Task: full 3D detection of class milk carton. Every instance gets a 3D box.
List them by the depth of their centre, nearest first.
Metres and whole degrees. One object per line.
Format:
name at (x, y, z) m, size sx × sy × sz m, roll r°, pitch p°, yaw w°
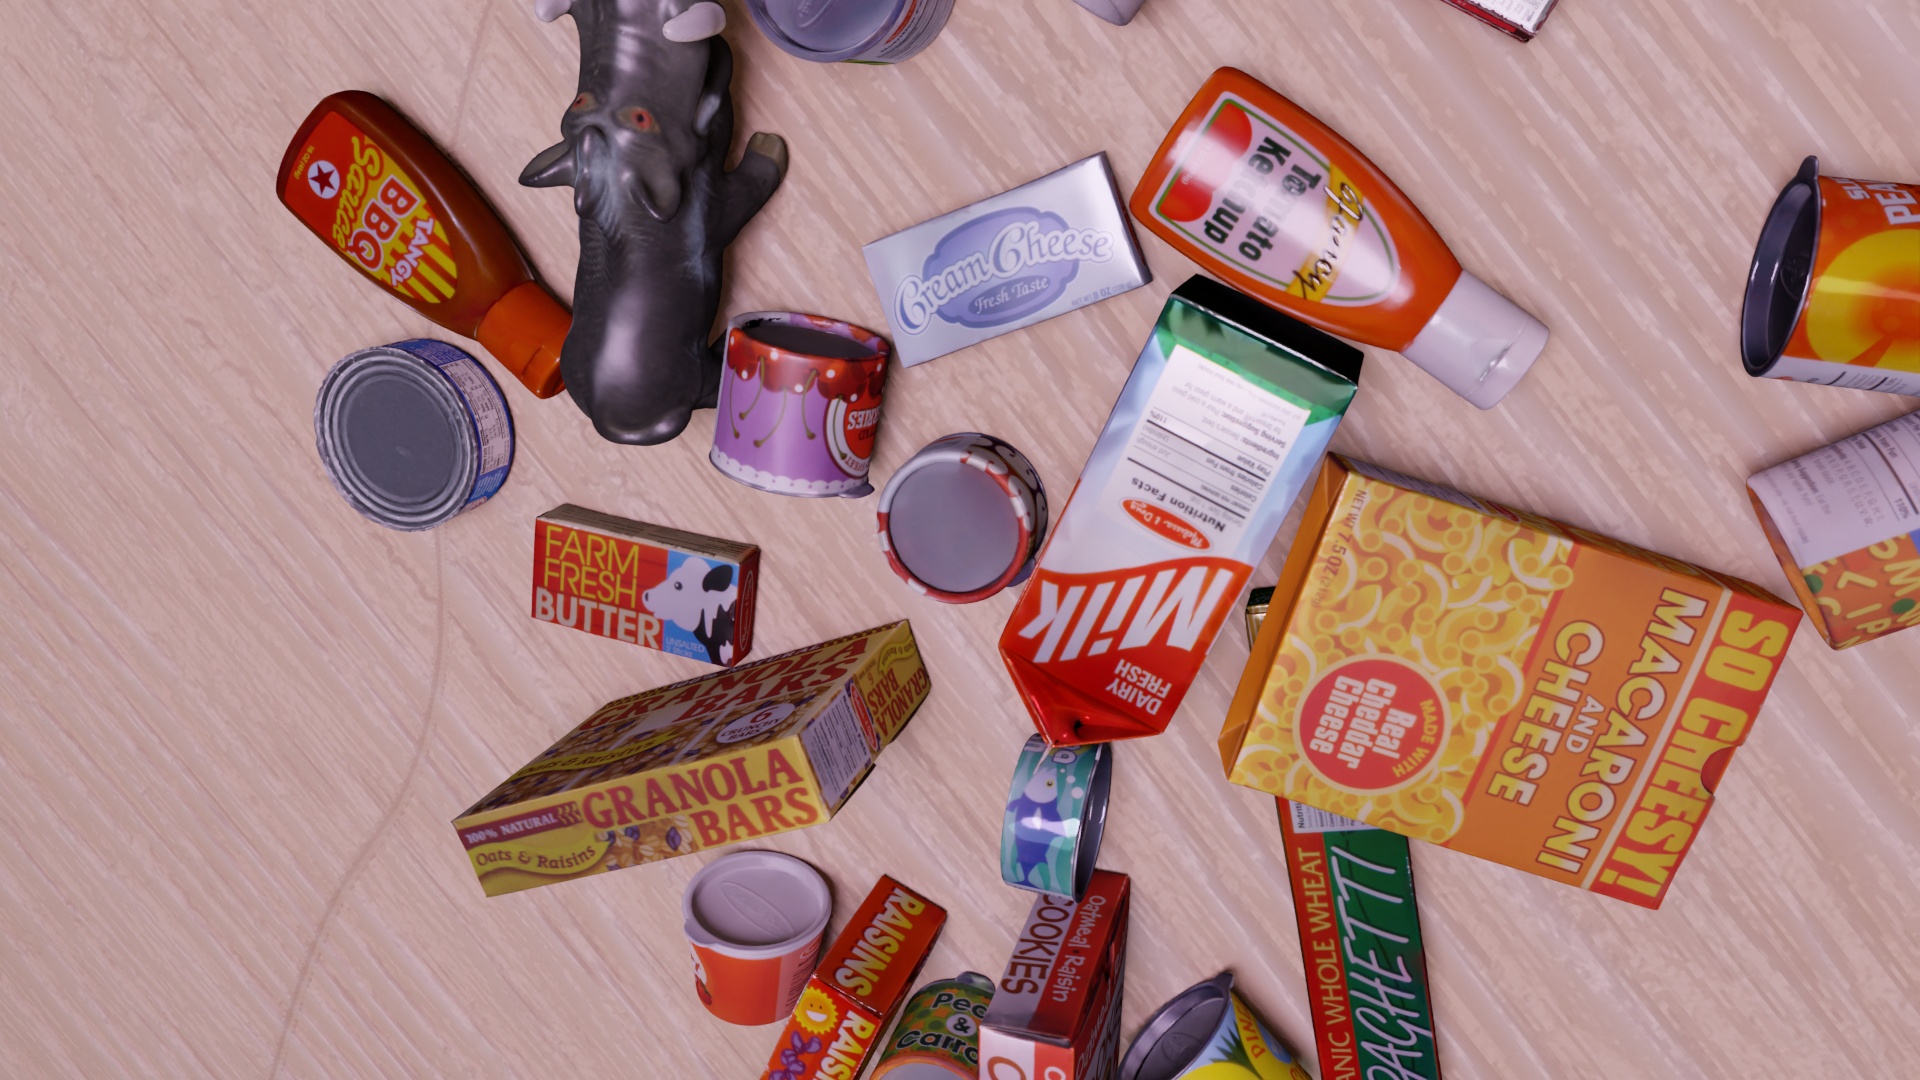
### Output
milk carton at (0.075, 0.002, 0.532) m, size 0.073 × 0.072 × 0.189 m, roll 28°, pitch 111°, yaw 8°

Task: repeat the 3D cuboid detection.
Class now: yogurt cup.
yogurt cup at (-0.095, 0.187, 0.647) m, size 0.072 × 0.073 × 0.053 m, roll 13°, pitch 118°, yaw 13°

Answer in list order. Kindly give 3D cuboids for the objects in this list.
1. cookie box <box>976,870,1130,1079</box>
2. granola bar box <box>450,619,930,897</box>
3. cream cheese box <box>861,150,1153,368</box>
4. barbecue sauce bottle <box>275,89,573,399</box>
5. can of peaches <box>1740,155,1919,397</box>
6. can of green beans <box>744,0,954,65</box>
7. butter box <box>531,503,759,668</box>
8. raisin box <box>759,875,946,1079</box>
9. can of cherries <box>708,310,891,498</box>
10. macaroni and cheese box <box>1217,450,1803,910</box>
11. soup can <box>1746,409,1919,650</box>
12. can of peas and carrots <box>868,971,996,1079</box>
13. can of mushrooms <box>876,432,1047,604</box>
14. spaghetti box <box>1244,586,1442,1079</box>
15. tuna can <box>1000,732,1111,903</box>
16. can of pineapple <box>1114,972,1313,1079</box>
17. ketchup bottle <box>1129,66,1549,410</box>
cookie box at (0.040, 0.242, 0.588) m, size 0.040 × 0.123 × 0.166 m, roll 6°, pitch 108°, yaw 15°
granola bar box at (-0.108, 0.091, 0.587) m, size 0.165 × 0.125 × 0.039 m, roll -16°, pitch 101°, yaw 21°
cream cheese box at (0.017, -0.108, 0.542) m, size 0.103 × 0.024 × 0.053 m, roll -17°, pitch 100°, yaw 21°
barbecue sauce bottle at (-0.223, -0.124, 0.602) m, size 0.148 × 0.044 × 0.064 m, roll 42°, pitch 114°, yaw 1°
can of peaches at (0.291, -0.083, 0.441) m, size 0.058 × 0.071 × 0.071 m, roll 11°, pitch 109°, yaw 14°
can of green beans at (-0.040, -0.210, 0.510) m, size 0.071 × 0.058 × 0.071 m, roll 5°, pitch 108°, yaw 16°
butter box at (-0.144, 0.020, 0.632) m, size 0.103 × 0.024 × 0.053 m, roll 12°, pitch 109°, yaw 13°
raisin box at (-0.057, 0.227, 0.634) m, size 0.040 × 0.086 × 0.123 m, roll 29°, pitch 113°, yaw 9°
can of cherries at (-0.062, -0.055, 0.560) m, size 0.071 × 0.072 × 0.058 m, roll 17°, pitch 111°, yaw 12°
macaroni and cheese box at (0.194, 0.052, 0.505) m, size 0.166 × 0.040 × 0.123 m, roll 17°, pitch 106°, yaw 0°
soup can at (0.318, -0.007, 0.458) m, size 0.083 × 0.071 × 0.071 m, roll -26°, pitch 98°, yaw 23°
can of peas and carrots at (-0.004, 0.245, 0.638) m, size 0.071 × 0.059 × 0.070 m, roll 5°, pitch 108°, yaw 15°
can of mushrooms at (0.002, -0.007, 0.573) m, size 0.071 × 0.033 × 0.070 m, roll 5°, pitch 107°, yaw 16°
spaghetti box at (0.160, 0.137, 0.570) m, size 0.050 × 0.029 × 0.249 m, roll -7°, pitch 104°, yaw 19°
tuna can at (0.041, 0.113, 0.580) m, size 0.033 × 0.071 × 0.070 m, roll 9°, pitch 109°, yaw 15°
can of pineapple at (0.111, 0.232, 0.595) m, size 0.058 × 0.071 × 0.070 m, roll 47°, pitch 114°, yaw -1°
ketchup bottle at (0.137, -0.103, 0.496) m, size 0.149 × 0.044 × 0.064 m, roll 35°, pitch 113°, yaw 4°
